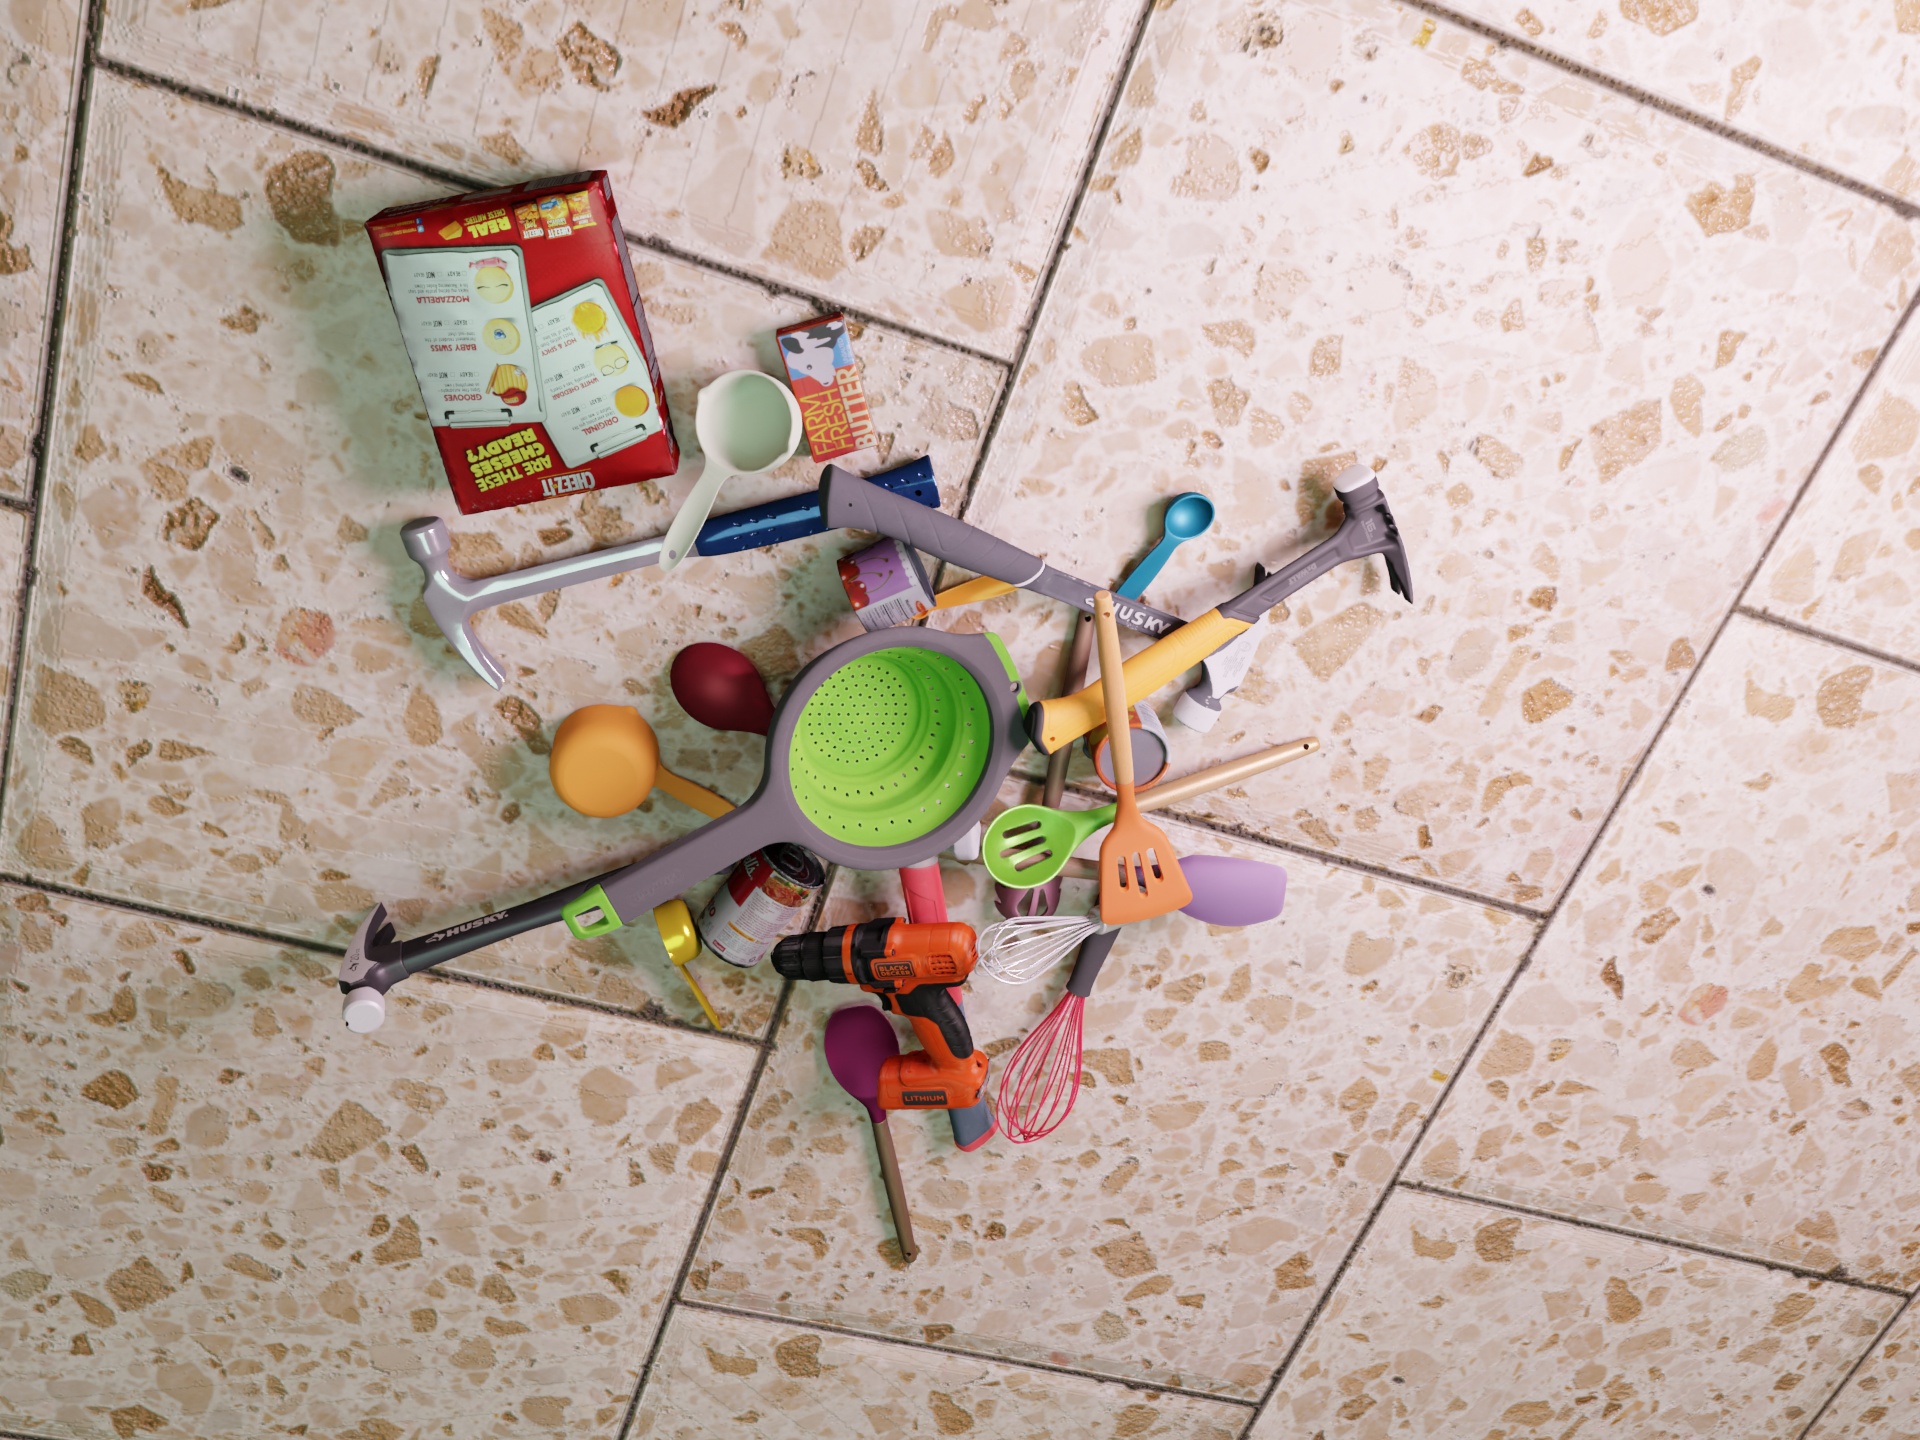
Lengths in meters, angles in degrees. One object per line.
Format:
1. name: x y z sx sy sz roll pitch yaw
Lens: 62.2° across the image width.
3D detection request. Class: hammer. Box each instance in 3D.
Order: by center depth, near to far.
1. hammer: -0.215 -0.132 1.237 0.405 0.035 0.144 -14 117 1
2. hammer: 0.071 -0.112 1.237 0.408 0.036 0.149 19 111 -27
3. hammer: 0.202 -0.066 1.268 0.337 0.034 0.127 -31 122 0
4. hammer: -0.349 0.157 1.334 0.334 0.146 0.035 -19 118 -10
5. hammer: -0.032 0.242 1.428 0.143 0.038 0.386 0 124 14

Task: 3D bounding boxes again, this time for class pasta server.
1. pasta server: 0.081 0.044 1.364 0.060 0.040 0.316 6 112 -9

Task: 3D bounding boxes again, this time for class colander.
1. colander: -0.138 0.049 1.261 0.397 0.095 0.204 -29 119 -12

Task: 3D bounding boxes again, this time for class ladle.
1. ladle: -0.110 0.038 1.340 0.315 0.031 0.069 36 105 -23

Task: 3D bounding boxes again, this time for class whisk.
1. whisk: 0.111 0.174 1.365 0.246 0.058 0.059 -15 144 -35
2. whisk: 0.102 0.264 1.460 0.073 0.073 0.295 16 107 -14

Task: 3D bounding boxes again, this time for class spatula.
1. spatula: 0.131 0.034 1.260 0.081 0.041 0.322 -14 130 -2
2. spatula: 0.119 0.131 1.360 0.316 0.018 0.060 8 94 4

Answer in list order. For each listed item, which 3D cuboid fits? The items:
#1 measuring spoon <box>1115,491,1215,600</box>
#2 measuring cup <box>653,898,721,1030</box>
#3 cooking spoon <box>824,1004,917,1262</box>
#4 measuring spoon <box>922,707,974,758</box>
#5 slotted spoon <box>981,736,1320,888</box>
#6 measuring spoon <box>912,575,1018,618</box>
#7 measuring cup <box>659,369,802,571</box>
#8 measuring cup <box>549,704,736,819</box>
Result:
1. measuring spoon: 0.156 -0.137 1.289 0.042 0.021 0.128 21 122 -31
2. measuring cup: -0.231 0.219 1.408 0.029 0.062 0.156 -24 128 -5
3. cooking spoon: -0.075 0.401 1.527 0.069 0.017 0.318 -10 116 0
4. measuring spoon: -0.002 -0.004 1.339 0.034 0.018 0.124 23 118 -17
5. slotted spoon: 0.164 0.069 1.357 0.313 0.031 0.070 -19 87 -9
6. measuring spoon: 0.011 -0.107 1.290 0.117 0.011 0.021 -17 117 -2
7. measuring cup: -0.178 -0.184 1.192 0.083 0.038 0.167 34 105 6
8. measuring cup: -0.257 0.056 1.315 0.173 0.052 0.095 29 110 -16
